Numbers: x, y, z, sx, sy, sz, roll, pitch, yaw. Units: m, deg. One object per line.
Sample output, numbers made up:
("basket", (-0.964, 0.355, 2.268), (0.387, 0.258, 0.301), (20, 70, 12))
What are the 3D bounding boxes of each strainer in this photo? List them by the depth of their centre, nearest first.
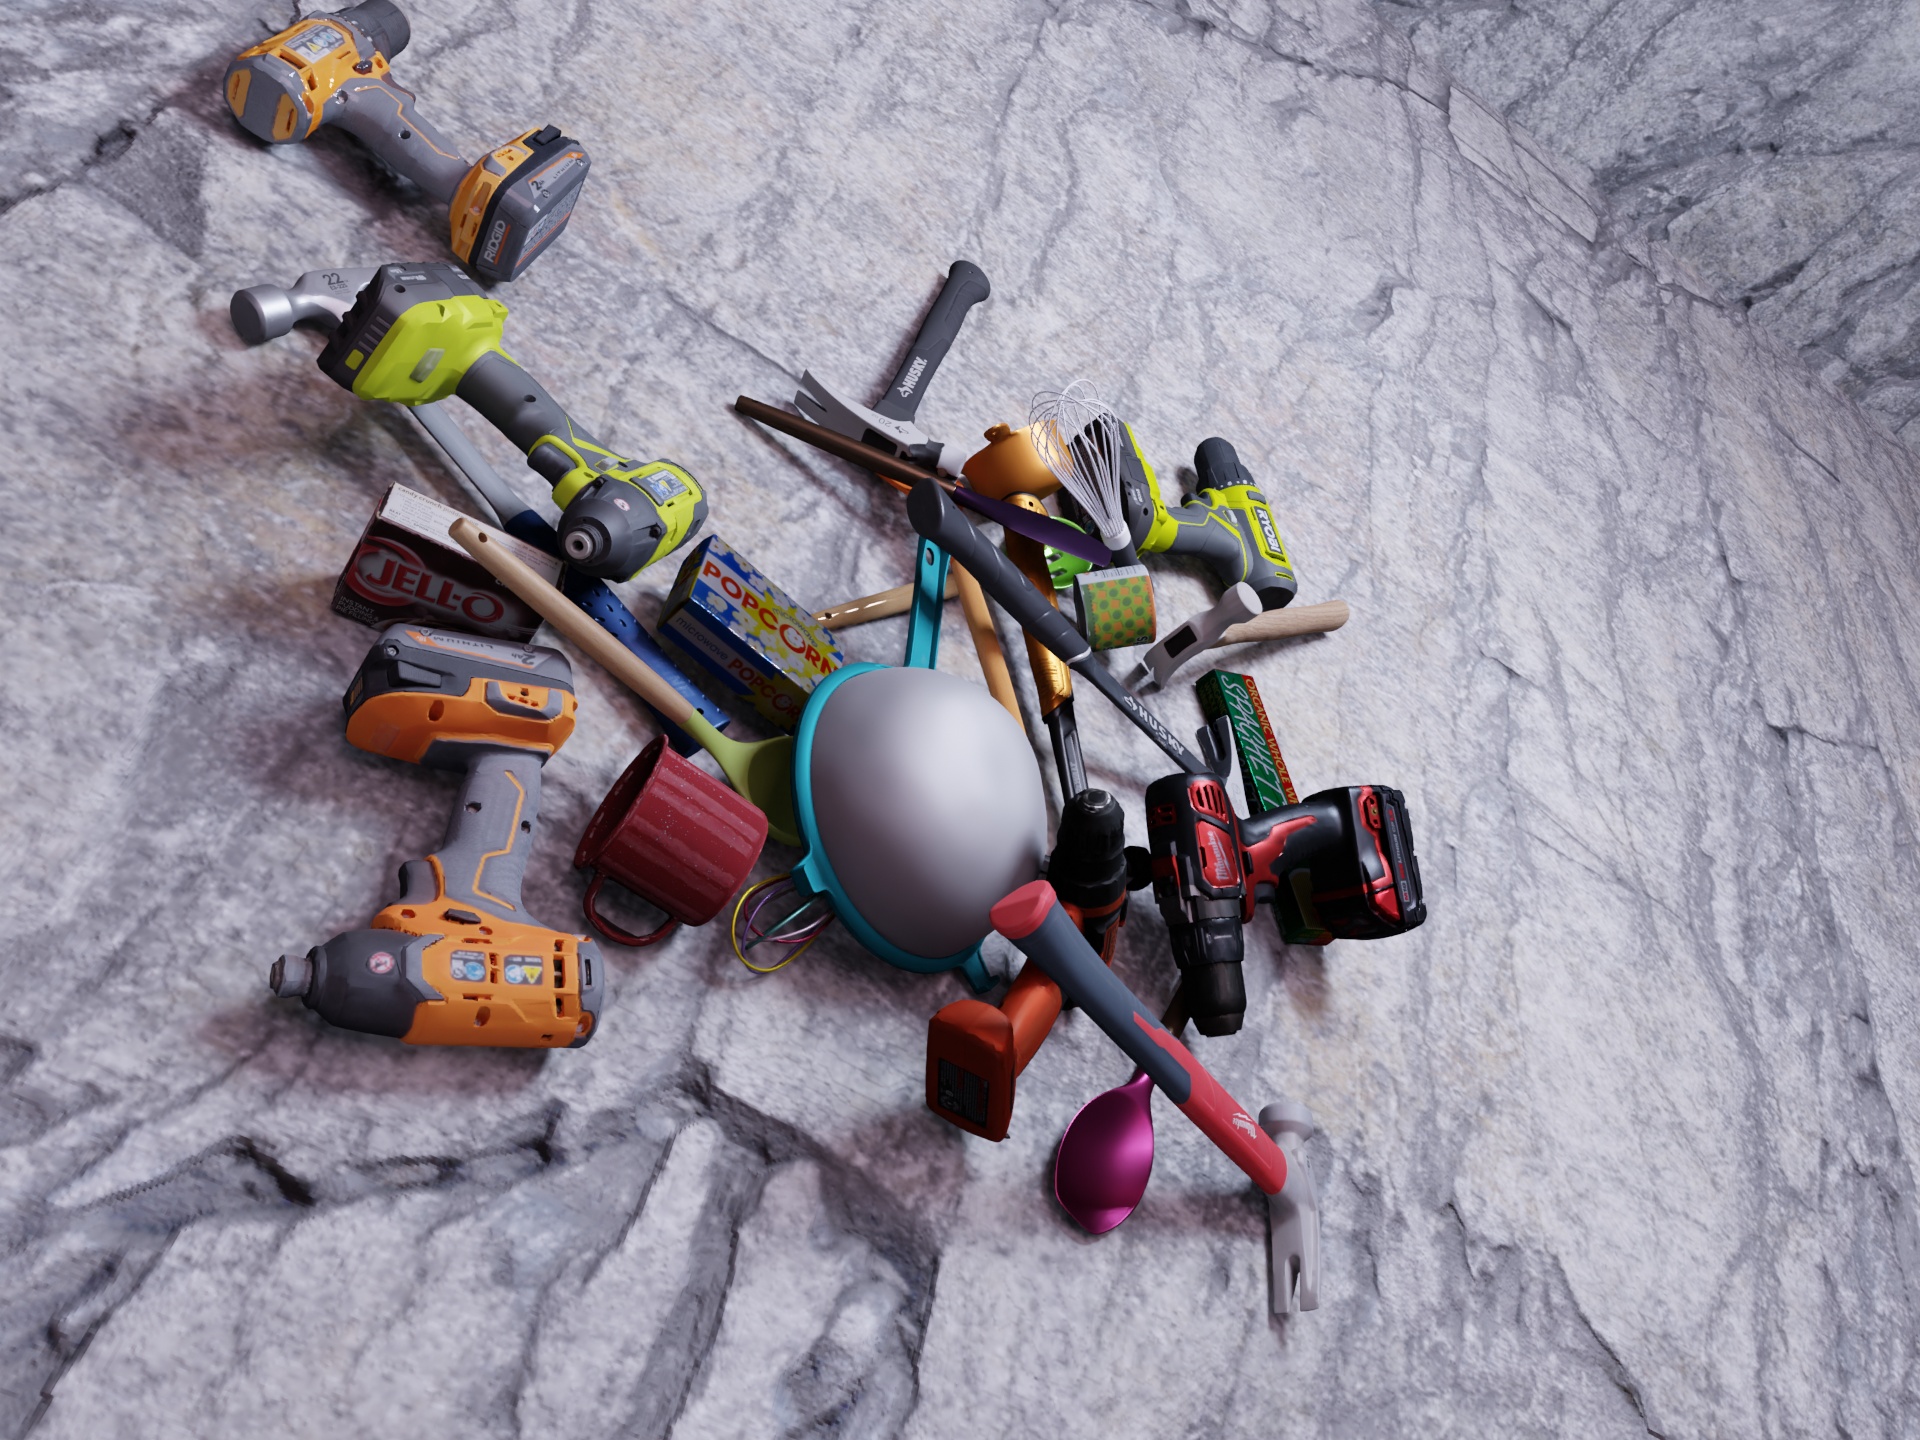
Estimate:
("strainer", (-0.002, -0.003, 1.059), (0.210, 0.095, 0.341), (36, 47, -40))

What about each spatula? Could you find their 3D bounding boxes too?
("spatula", (0.003, -0.096, 1.211), (0.081, 0.041, 0.323), (5, 49, -27))
("spatula", (-0.028, -0.188, 1.241), (0.316, 0.018, 0.060), (22, 28, 0))

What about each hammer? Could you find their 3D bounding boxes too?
("hammer", (0.131, 0.228, 0.976), (0.385, 0.038, 0.143), (48, 35, -37))
("hammer", (-0.292, -0.143, 1.044), (0.405, 0.035, 0.144), (49, 42, 4))
("hammer", (0.101, -0.042, 1.196), (0.408, 0.036, 0.149), (42, 34, -32))
("hammer", (0.064, -0.032, 1.220), (0.127, 0.034, 0.337), (11, 58, -35))
("hammer", (-0.034, -0.322, 1.382), (0.146, 0.035, 0.335), (24, 41, -4))
("hammer", (0.267, -0.081, 1.404), (0.331, 0.130, 0.031), (-11, 70, -55))

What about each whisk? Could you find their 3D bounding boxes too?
("whisk", (-0.068, 0.091, 1.037), (0.047, 0.051, 0.245), (45, 38, 8))
("whisk", (0.118, -0.169, 1.279), (0.284, 0.070, 0.070), (58, 20, -54))

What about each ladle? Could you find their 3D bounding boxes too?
("ladle", (-0.173, -0.021, 0.948), (0.319, 0.062, 0.078), (45, 40, -39))

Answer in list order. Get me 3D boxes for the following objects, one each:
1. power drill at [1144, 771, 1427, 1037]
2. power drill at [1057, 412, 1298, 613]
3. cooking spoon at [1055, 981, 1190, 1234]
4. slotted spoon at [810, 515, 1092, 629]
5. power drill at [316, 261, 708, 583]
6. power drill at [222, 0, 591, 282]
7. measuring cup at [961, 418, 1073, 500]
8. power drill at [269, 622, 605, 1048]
("power drill", (0.239, 0.132, 1.180), (0.226, 0.080, 0.188), (1, 75, -33))
("power drill", (0.198, -0.200, 1.456), (0.228, 0.080, 0.191), (11, 53, -36))
("cooking spoon", (0.139, 0.230, 1.111), (0.068, 0.017, 0.319), (47, 42, -6))
("slotted spoon", (-0.004, -0.110, 1.258), (0.313, 0.031, 0.070), (-21, 72, -44))
("power drill", (-0.268, -0.176, 0.973), (0.223, 0.080, 0.171), (41, 17, -5))
("power drill", (-0.391, -0.440, 1.170), (0.226, 0.084, 0.185), (31, 42, -10))
("measuring cup", (0.045, -0.207, 1.291), (0.052, 0.095, 0.173), (64, 8, 1))
("power drill", (-0.282, 0.065, 0.859), (0.164, 0.084, 0.227), (9, 57, -33))
